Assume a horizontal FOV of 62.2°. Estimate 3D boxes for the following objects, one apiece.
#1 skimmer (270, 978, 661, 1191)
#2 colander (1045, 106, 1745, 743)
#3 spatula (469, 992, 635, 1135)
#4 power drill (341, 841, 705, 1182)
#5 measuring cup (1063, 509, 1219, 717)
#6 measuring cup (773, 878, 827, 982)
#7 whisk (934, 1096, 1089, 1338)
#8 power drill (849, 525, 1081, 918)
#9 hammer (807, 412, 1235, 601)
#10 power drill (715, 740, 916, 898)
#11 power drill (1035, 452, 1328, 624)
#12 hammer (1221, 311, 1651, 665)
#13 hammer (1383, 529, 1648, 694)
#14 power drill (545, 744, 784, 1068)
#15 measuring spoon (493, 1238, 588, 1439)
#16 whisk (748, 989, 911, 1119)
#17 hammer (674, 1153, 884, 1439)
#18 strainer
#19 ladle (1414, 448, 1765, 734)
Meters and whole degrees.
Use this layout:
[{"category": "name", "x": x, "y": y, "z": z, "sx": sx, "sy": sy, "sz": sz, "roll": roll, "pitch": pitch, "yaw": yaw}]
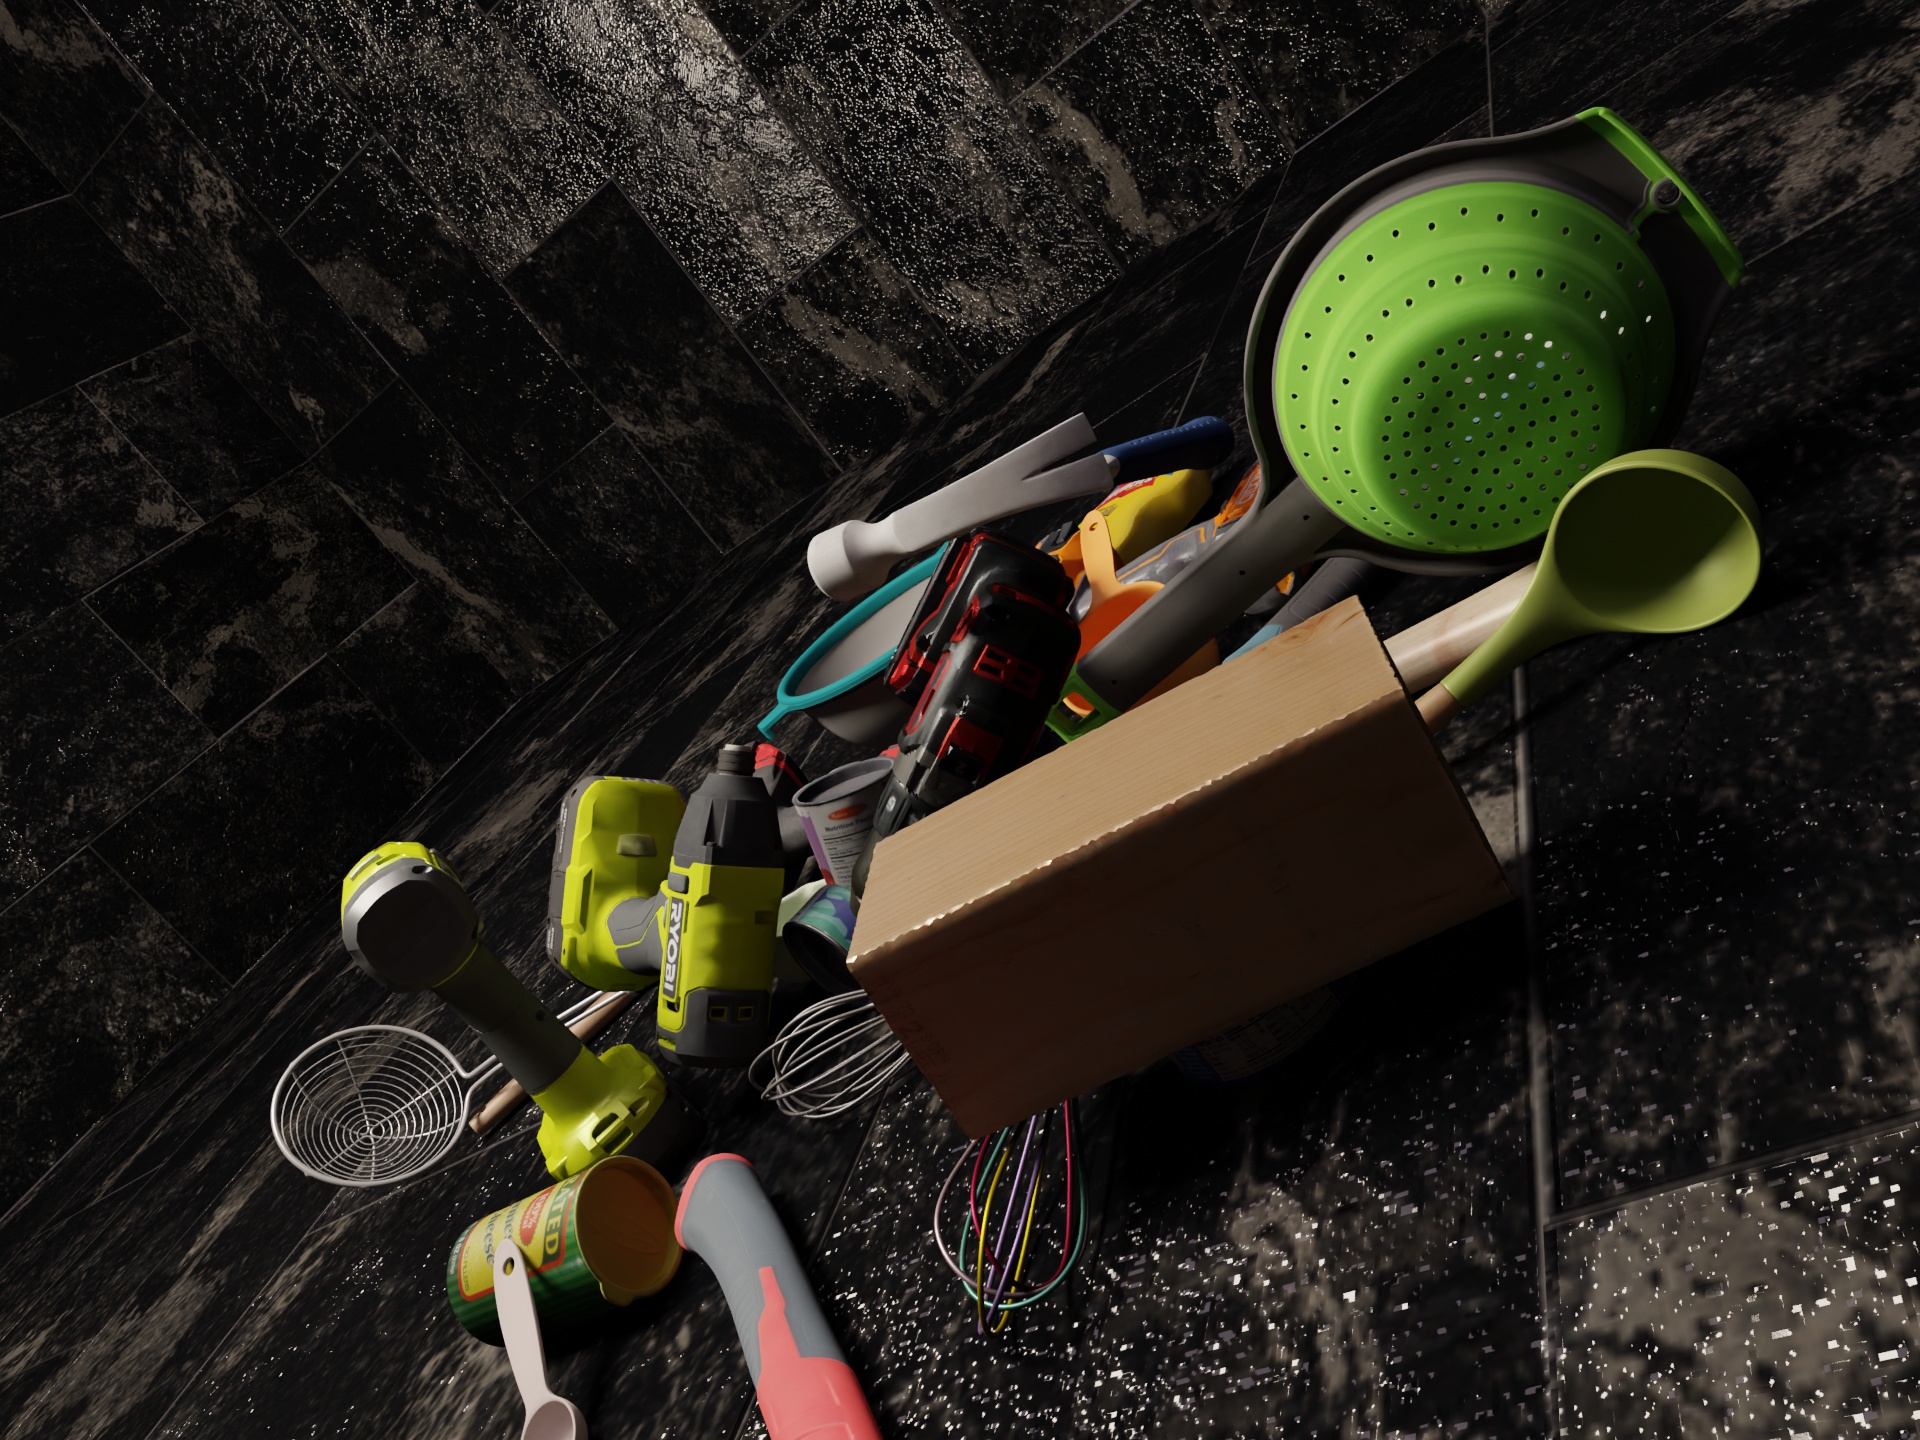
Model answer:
[{"category": "skimmer", "x": -0.292, "y": 0.199, "z": 1.086, "sx": 0.363, "sy": 0.090, "sz": 0.127, "roll": -31, "pitch": 53, "yaw": 4}, {"category": "colander", "x": 0.175, "y": -0.095, "z": 0.743, "sx": 0.397, "sy": 0.204, "sz": 0.095, "roll": -42, "pitch": 15, "yaw": 28}, {"category": "spatula", "x": -0.229, "y": 0.185, "z": 1.159, "sx": 0.316, "sy": 0.018, "sz": 0.060, "roll": -42, "pitch": 22, "yaw": -16}, {"category": "power drill", "x": -0.256, "y": 0.160, "z": 0.893, "sx": 0.080, "sy": 0.228, "sz": 0.190, "roll": -43, "pitch": 16, "yaw": -15}, {"category": "measuring cup", "x": 0.102, "y": -0.058, "z": 0.938, "sx": 0.095, "sy": 0.052, "sz": 0.174, "roll": -35, "pitch": 37, "yaw": 25}, {"category": "measuring cup", "x": -0.041, "y": 0.107, "z": 0.941, "sx": 0.167, "sy": 0.038, "sz": 0.083, "roll": -23, "pitch": 13, "yaw": -4}, {"category": "whisk", "x": 0.037, "y": 0.135, "z": 0.628, "sx": 0.051, "sy": 0.047, "sz": 0.245, "roll": -29, "pitch": 20, "yaw": 29}, {"category": "power drill", "x": -0.001, "y": -0.003, "z": 0.860, "sx": 0.227, "sy": 0.080, "sz": 0.188, "roll": -85, "pitch": 21, "yaw": -71}, {"category": "hammer", "x": 0.077, "y": -0.136, "z": 0.869, "sx": 0.144, "sy": 0.035, "sz": 0.405, "roll": -21, "pitch": 4, "yaw": 30}, {"category": "power drill", "x": -0.061, "y": 0.039, "z": 1.048, "sx": 0.219, "sy": 0.078, "sz": 0.143, "roll": -21, "pitch": 26, "yaw": 23}, {"category": "power drill", "x": 0.141, "y": -0.108, "z": 1.038, "sx": 0.226, "sy": 0.084, "sz": 0.164, "roll": -20, "pitch": 23, "yaw": 39}, {"category": "hammer", "x": 0.266, "y": -0.130, "z": 0.898, "sx": 0.331, "sy": 0.033, "sz": 0.128, "roll": -44, "pitch": 17, "yaw": -18}, {"category": "hammer", "x": 0.145, "y": 0.006, "z": 0.784, "sx": 0.410, "sy": 0.038, "sz": 0.146, "roll": -30, "pitch": 16, "yaw": 27}, {"category": "power drill", "x": -0.170, "y": 0.098, "z": 0.935, "sx": 0.223, "sy": 0.080, "sz": 0.171, "roll": 2, "pitch": 86, "yaw": 59}, {"category": "measuring spoon", "x": -0.187, "y": 0.282, "z": 0.707, "sx": 0.034, "sy": 0.018, "sz": 0.124, "roll": -46, "pitch": 42, "yaw": 9}, {"category": "whisk", "x": 0.000, "y": 0.124, "z": 0.764, "sx": 0.239, "sy": 0.055, "sz": 0.055, "roll": -32, "pitch": 16, "yaw": 10}, {"category": "hammer", "x": -0.044, "y": 0.231, "z": 0.574, "sx": 0.143, "sy": 0.038, "sz": 0.386, "roll": -40, "pitch": 16, "yaw": -9}, {"category": "strainer", "x": -0.009, "y": -0.075, "z": 1.257, "sx": 0.211, "sy": 0.095, "sz": 0.340, "roll": -26, "pitch": 18, "yaw": 31}, {"category": "ladle", "x": 0.184, "y": 0.010, "z": 0.656, "sx": 0.320, "sy": 0.078, "sz": 0.062, "roll": -41, "pitch": 5, "yaw": 13}]
